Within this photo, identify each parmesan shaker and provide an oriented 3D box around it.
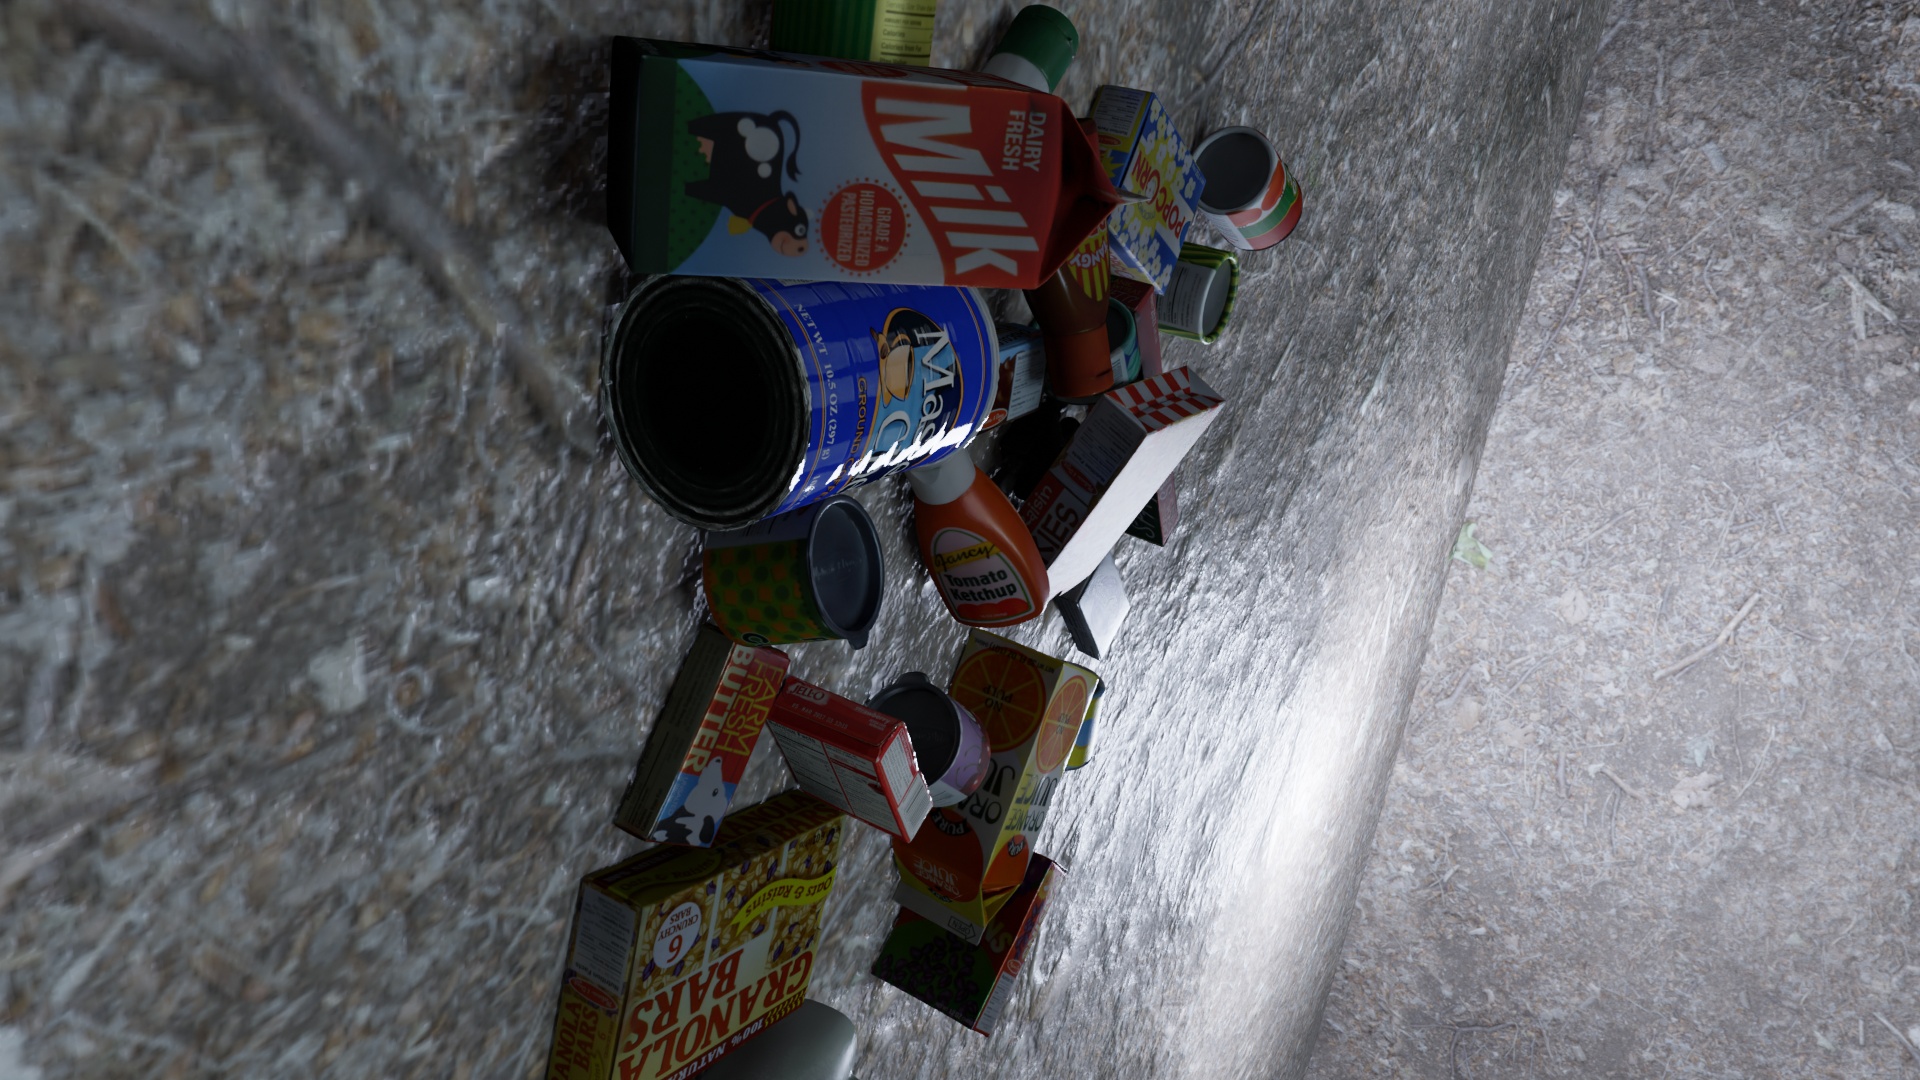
[{"bbox_3d":[-0.047,-0.197,0.561,0.071,0.071,0.102,-26,131,-55],"label":"parmesan shaker"}]

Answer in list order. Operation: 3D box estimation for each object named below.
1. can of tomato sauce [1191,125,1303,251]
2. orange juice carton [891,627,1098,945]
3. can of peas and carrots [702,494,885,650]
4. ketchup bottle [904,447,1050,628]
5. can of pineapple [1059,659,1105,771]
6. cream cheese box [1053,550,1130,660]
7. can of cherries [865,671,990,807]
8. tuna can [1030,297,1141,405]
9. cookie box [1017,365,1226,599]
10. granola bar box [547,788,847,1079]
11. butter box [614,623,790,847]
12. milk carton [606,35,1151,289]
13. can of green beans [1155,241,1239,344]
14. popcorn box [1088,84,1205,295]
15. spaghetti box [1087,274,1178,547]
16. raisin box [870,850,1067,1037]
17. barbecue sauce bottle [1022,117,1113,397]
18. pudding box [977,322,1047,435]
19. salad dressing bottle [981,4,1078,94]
[{"bbox_3d":[0.207,-0.255,1.003,0.083,0.071,0.071,15,94,-63],"label":"can of tomato sauce"},{"bbox_3d":[0.017,0.163,0.921,0.073,0.072,0.192,28,82,-63],"label":"orange juice carton"},{"bbox_3d":[-0.075,0.017,0.637,0.071,0.058,0.071,25,62,-60],"label":"can of peas and carrots"},{"bbox_3d":[0.003,-0.010,0.794,0.148,0.064,0.044,64,26,-44],"label":"ketchup bottle"},{"bbox_3d":[0.066,0.124,0.996,0.071,0.071,0.057,-24,128,-56],"label":"can of pineapple"},{"bbox_3d":[0.100,0.045,1.053,0.053,0.024,0.103,-60,152,-20],"label":"cream cheese box"},{"bbox_3d":[-0.020,0.119,0.827,0.071,0.071,0.058,-65,153,-10],"label":"can of cherries"},{"bbox_3d":[0.076,-0.119,0.850,0.071,0.071,0.032,-56,149,-27],"label":"tuna can"},{"bbox_3d":[0.086,-0.028,0.886,0.123,0.040,0.166,-25,154,-55],"label":"cookie box"},{"bbox_3d":[-0.130,0.209,0.710,0.166,0.039,0.124,-11,117,-60],"label":"granola bar box"},{"bbox_3d":[-0.121,0.094,0.664,0.053,0.024,0.103,35,76,-62],"label":"butter box"},{"bbox_3d":[-0.029,-0.138,0.515,0.191,0.072,0.073,-2,114,-22],"label":"milk carton"},{"bbox_3d":[0.155,-0.175,0.970,0.071,0.058,0.071,-42,142,-44],"label":"can of green beans"},{"bbox_3d":[0.109,-0.218,0.876,0.126,0.038,0.085,25,84,-63],"label":"popcorn box"},{"bbox_3d":[0.117,-0.085,0.968,0.029,0.050,0.248,-55,150,-26],"label":"spaghetti box"},{"bbox_3d":[0.007,0.262,0.954,0.124,0.086,0.040,-62,151,-16],"label":"raisin box"},{"bbox_3d":[0.058,-0.155,0.774,0.065,0.043,0.148,-31,119,-42],"label":"barbecue sauce bottle"},{"bbox_3d":[0.018,-0.093,0.796,0.084,0.030,0.049,-28,133,-54],"label":"pudding box"},{"bbox_3d":[0.013,-0.205,0.696,0.148,0.044,0.064,-60,150,-21],"label":"salad dressing bottle"}]
